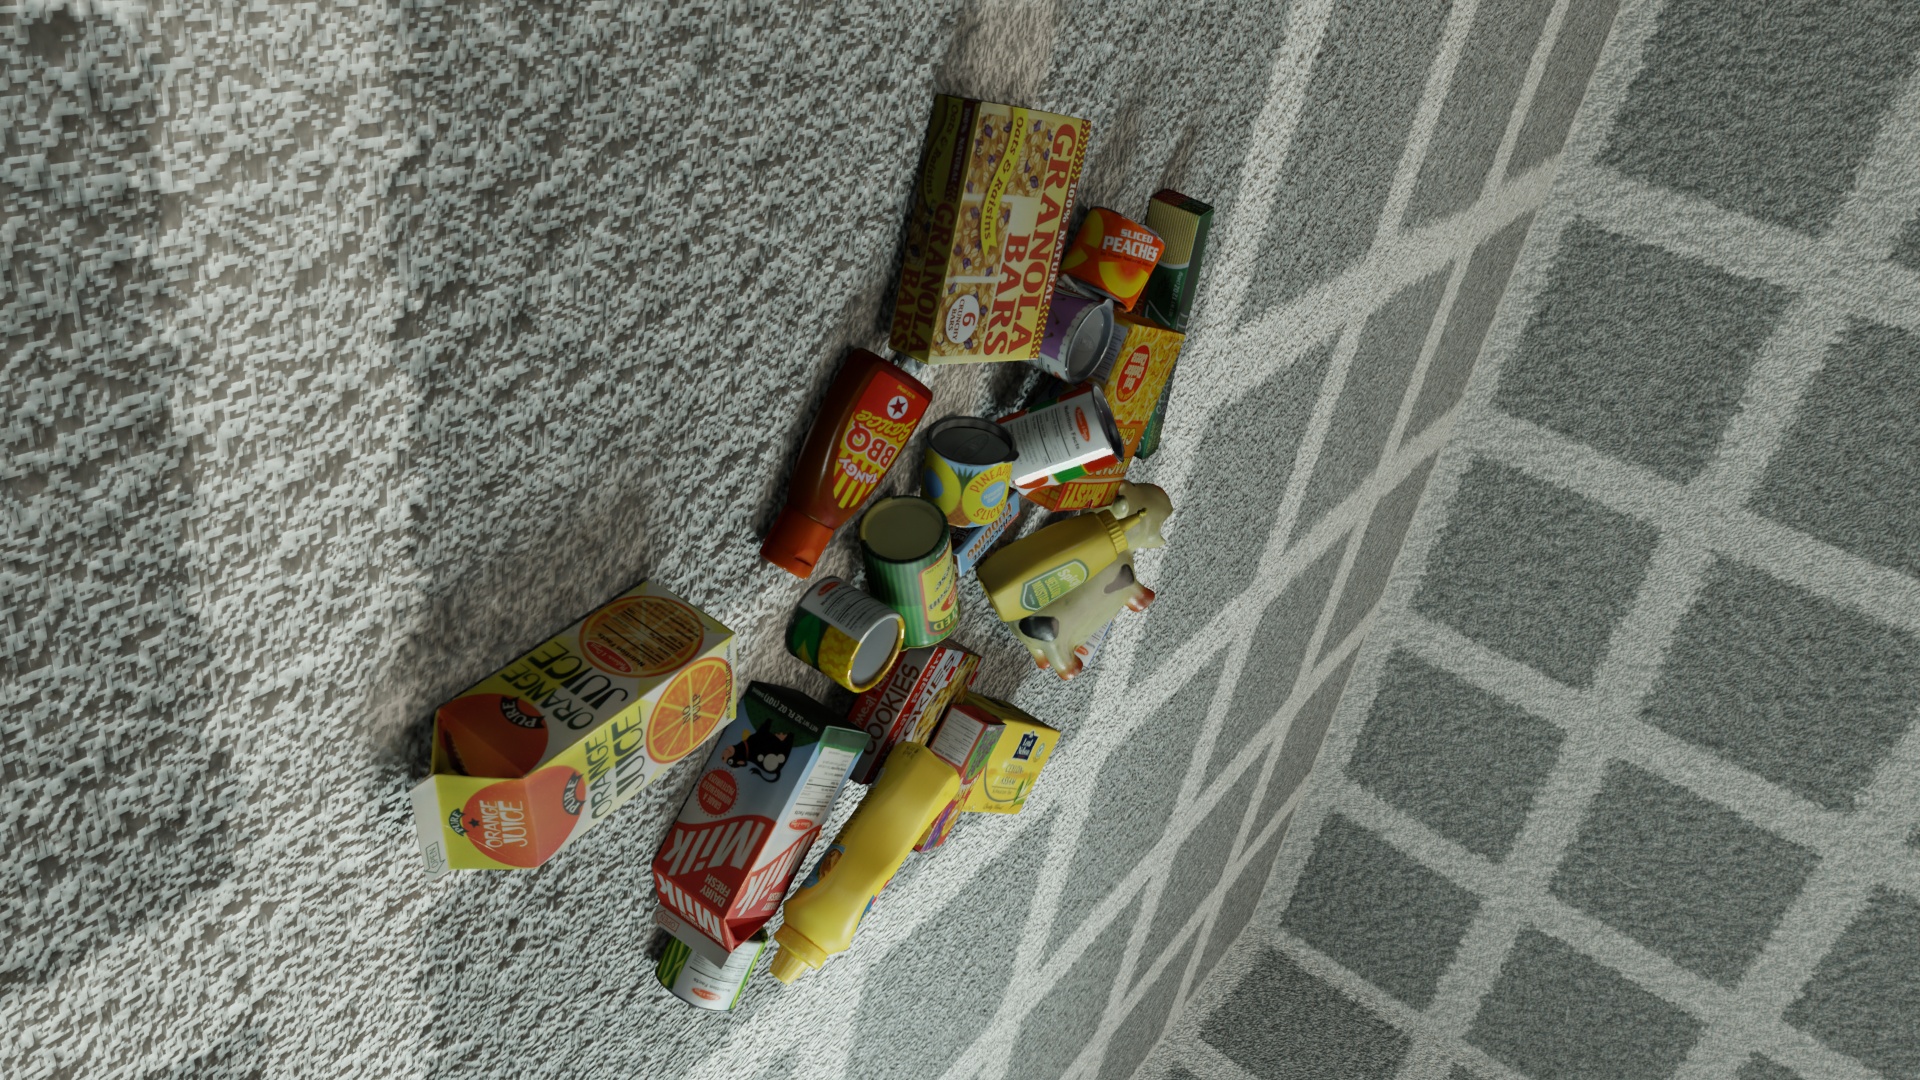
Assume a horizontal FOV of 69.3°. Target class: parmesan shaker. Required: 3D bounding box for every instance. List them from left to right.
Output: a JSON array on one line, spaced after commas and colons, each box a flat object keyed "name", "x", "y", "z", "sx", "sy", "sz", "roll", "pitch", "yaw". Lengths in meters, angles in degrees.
[{"name": "parmesan shaker", "x": -0.038, "y": 0.025, "z": 1.025, "sx": 0.071, "sy": 0.071, "sz": 0.102, "roll": -48, "pitch": 152, "yaw": -28}]

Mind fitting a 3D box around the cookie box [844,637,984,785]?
[{"name": "cookie box", "x": -0.043, "y": 0.136, "z": 1.137, "sx": 0.123, "sy": 0.040, "sz": 0.167, "roll": -61, "pitch": 164, "yaw": -1}]

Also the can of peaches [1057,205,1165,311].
[{"name": "can of peaches", "x": 0.117, "y": -0.217, "z": 1.075, "sx": 0.058, "sy": 0.071, "sz": 0.071, "roll": -62, "pitch": 155, "yaw": 1}]

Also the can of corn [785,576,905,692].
[{"name": "can of corn", "x": -0.082, "y": 0.070, "z": 0.997, "sx": 0.071, "sy": 0.058, "sz": 0.070, "roll": -43, "pitch": 149, "yaw": -34}]

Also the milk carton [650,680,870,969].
[{"name": "milk carton", "x": -0.150, "y": 0.202, "z": 0.985, "sx": 0.190, "sy": 0.072, "sz": 0.073, "roll": -62, "pitch": 155, "yaw": -2}]

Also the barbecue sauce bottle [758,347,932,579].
[{"name": "barbecue sauce bottle", "x": -0.078, "y": -0.047, "z": 0.898, "sx": 0.065, "sy": 0.044, "sz": 0.148, "roll": 31, "pitch": 89, "yaw": -45}]

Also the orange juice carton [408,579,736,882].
[{"name": "orange juice carton", "x": -0.215, "y": 0.106, "z": 0.761, "sx": 0.194, "sy": 0.073, "sz": 0.071, "roll": -37, "pitch": 145, "yaw": -42}]

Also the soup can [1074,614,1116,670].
[{"name": "soup can", "x": 0.114, "y": 0.075, "z": 1.374, "sx": 0.084, "sy": 0.071, "sz": 0.071, "roll": -62, "pitch": 155, "yaw": -3}]

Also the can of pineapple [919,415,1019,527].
[{"name": "can of pineapple", "x": 0.006, "y": -0.050, "z": 1.031, "sx": 0.071, "sy": 0.071, "sz": 0.057, "roll": -36, "pitch": 145, "yaw": -43}]

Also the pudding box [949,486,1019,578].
[{"name": "pudding box", "x": 0.004, "y": -0.014, "z": 1.087, "sx": 0.084, "sy": 0.050, "sz": 0.030, "roll": -46, "pitch": 149, "yaw": -31}]

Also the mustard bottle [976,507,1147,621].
[{"name": "mustard bottle", "x": 0.094, "y": 0.012, "z": 1.209, "sx": 0.160, "sy": 0.049, "sz": 0.065, "roll": -29, "pitch": 143, "yaw": -1}]

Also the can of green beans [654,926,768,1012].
[{"name": "can of green beans", "x": -0.184, "y": 0.306, "z": 1.030, "sx": 0.058, "sy": 0.071, "sz": 0.071, "roll": -63, "pitch": 155, "yaw": 1}]

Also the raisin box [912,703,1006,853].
[{"name": "raisin box", "x": -0.012, "y": 0.203, "z": 1.195, "sx": 0.123, "sy": 0.040, "sz": 0.086, "roll": -62, "pitch": 166, "yaw": -1}]

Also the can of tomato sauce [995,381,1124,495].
[{"name": "can of tomato sauce", "x": 0.078, "y": -0.078, "z": 1.083, "sx": 0.071, "sy": 0.083, "sz": 0.071, "roll": -20, "pitch": 91, "yaw": -74}]

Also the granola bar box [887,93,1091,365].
[{"name": "granola bar box", "x": 0.020, "y": -0.201, "z": 0.912, "sx": 0.124, "sy": 0.039, "sz": 0.165, "roll": -12, "pitch": 120, "yaw": -50}]

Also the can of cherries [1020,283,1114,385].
[{"name": "can of cherries", "x": 0.077, "y": -0.163, "z": 1.068, "sx": 0.072, "sy": 0.058, "sz": 0.071, "roll": -42, "pitch": 148, "yaw": -35}]

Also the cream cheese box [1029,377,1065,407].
[{"name": "cream cheese box", "x": 0.086, "y": -0.111, "z": 1.176, "sx": 0.104, "sy": 0.024, "sz": 0.053, "roll": -49, "pitch": 152, "yaw": -27}]

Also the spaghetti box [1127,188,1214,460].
[{"name": "spaghetti box", "x": 0.173, "y": -0.186, "z": 1.237, "sx": 0.029, "sy": 0.050, "sz": 0.248, "roll": -34, "pitch": 143, "yaw": -43}]

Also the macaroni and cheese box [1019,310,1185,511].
[{"name": "macaroni and cheese box", "x": 0.121, "y": -0.107, "z": 1.167, "sx": 0.124, "sy": 0.040, "sz": 0.166, "roll": -6, "pitch": 121, "yaw": -61}]

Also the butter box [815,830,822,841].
[{"name": "butter box", "x": -0.133, "y": 0.209, "z": 1.080, "sx": 0.053, "sy": 0.024, "sz": 0.103, "roll": -40, "pitch": 147, "yaw": -38}]
